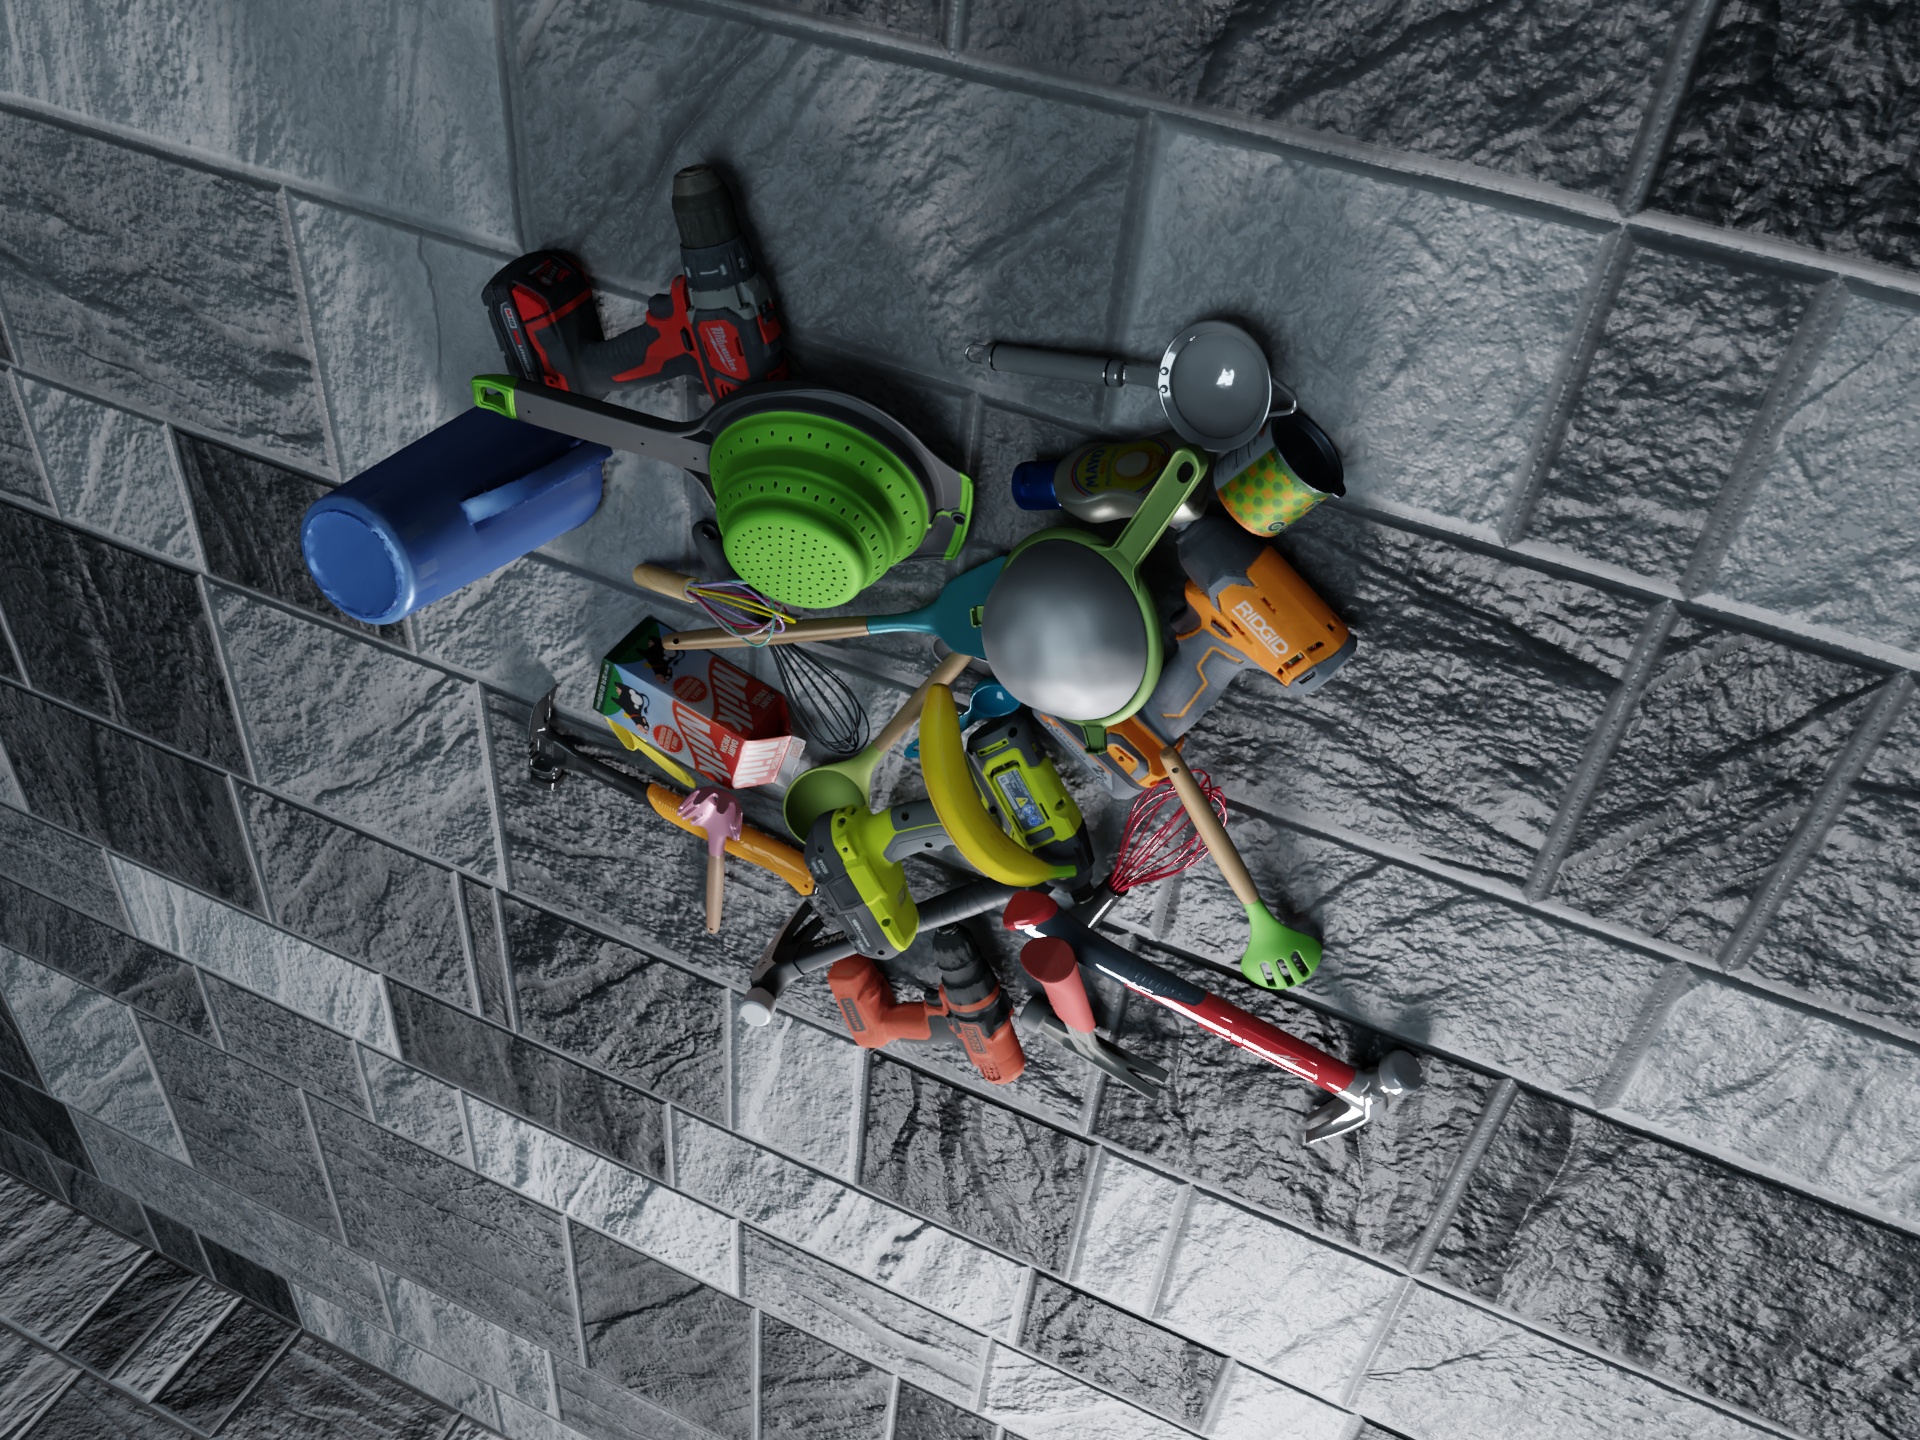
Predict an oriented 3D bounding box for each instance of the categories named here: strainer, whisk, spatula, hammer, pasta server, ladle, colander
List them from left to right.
[{"bbox_3d":[-0.278,0.082,1.568,0.337,0.034,0.127,25,134,10],"label":"hammer"},{"bbox_3d":[-0.193,-0.174,1.205,0.397,0.095,0.204,16,148,1],"label":"colander"},{"bbox_3d":[-0.210,-0.103,1.323,0.245,0.047,0.051,19,116,51],"label":"whisk"},{"bbox_3d":[-0.241,0.144,1.544,0.060,0.040,0.316,20,148,2],"label":"pasta server"},{"bbox_3d":[-0.155,-0.071,1.348,0.055,0.055,0.239,-36,88,43],"label":"whisk"},{"bbox_3d":[-0.102,-0.077,1.288,0.317,0.044,0.082,-4,92,17],"label":"spatula"},{"bbox_3d":[-0.062,0.015,1.365,0.078,0.062,0.320,39,136,-4],"label":"ladle"},{"bbox_3d":[-0.054,0.186,1.481,0.335,0.146,0.035,-23,113,27],"label":"hammer"},{"bbox_3d":[0.104,0.251,1.359,0.149,0.037,0.358,27,165,17],"label":"hammer"},{"bbox_3d":[0.087,-0.090,1.097,0.151,0.069,0.256,49,136,16],"label":"strainer"},{"bbox_3d":[0.142,0.130,1.353,0.073,0.073,0.295,35,139,0],"label":"whisk"},{"bbox_3d":[0.115,-0.238,1.088,0.258,0.050,0.086,14,118,27],"label":"strainer"},{"bbox_3d":[0.199,0.253,1.368,0.386,0.038,0.143,29,136,-13],"label":"hammer"}]

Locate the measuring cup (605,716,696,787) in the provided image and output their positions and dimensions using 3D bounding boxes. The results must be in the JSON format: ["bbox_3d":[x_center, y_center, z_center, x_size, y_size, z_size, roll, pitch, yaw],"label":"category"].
[{"bbox_3d":[-0.283,0.019,1.486,0.157,0.029,0.062,33,148,37],"label":"measuring cup"}]

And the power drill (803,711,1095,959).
[{"bbox_3d":[-0.005,0.111,1.359,0.223,0.080,0.171,-25,102,19],"label":"power drill"}]

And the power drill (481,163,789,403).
[{"bbox_3d":[-0.245,-0.319,1.206,0.227,0.080,0.187,4,127,23],"label":"power drill"}]

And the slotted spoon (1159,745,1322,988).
[{"bbox_3d":[0.219,0.126,1.263,0.070,0.031,0.313,-23,129,13],"label":"slotted spoon"}]

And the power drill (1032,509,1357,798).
[{"bbox_3d":[0.158,-0.054,1.183,0.164,0.084,0.226,46,130,-7],"label":"power drill"}]

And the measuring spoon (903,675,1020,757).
[{"bbox_3d":[-0.002,-0.004,1.323,0.042,0.021,0.128,29,133,-35],"label":"measuring spoon"}]

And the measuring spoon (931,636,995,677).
[{"bbox_3d":[0.036,-0.043,1.308,0.124,0.018,0.034,24,139,2],"label":"measuring spoon"}]
